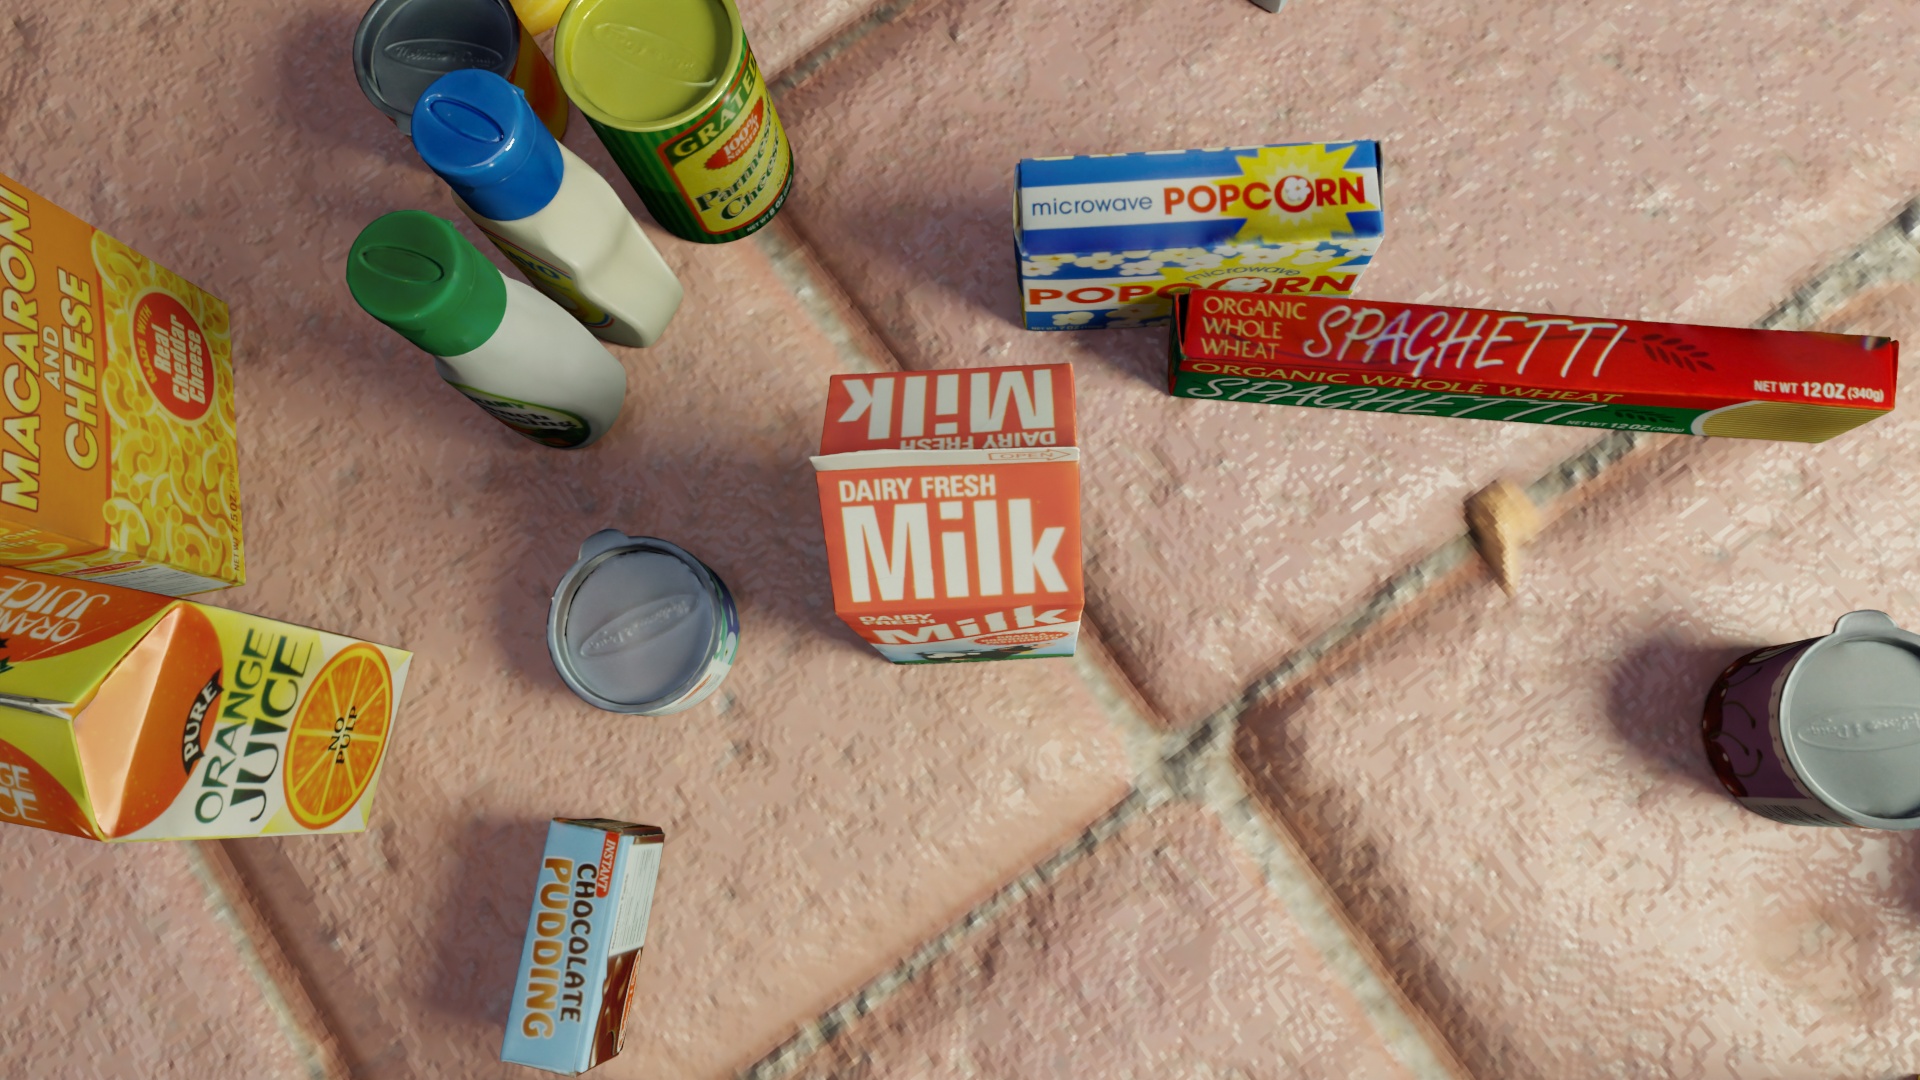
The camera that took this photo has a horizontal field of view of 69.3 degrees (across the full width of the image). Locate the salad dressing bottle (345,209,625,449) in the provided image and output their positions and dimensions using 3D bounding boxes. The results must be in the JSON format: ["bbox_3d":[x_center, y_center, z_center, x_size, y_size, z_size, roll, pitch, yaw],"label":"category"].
[{"bbox_3d":[-0.164,-0.071,0.491,0.064,0.147,0.044,16,81,7],"label":"salad dressing bottle"}]

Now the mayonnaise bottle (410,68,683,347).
[{"bbox_3d":[-0.147,-0.116,0.498,0.065,0.148,0.041,28,83,9],"label":"mayonnaise bottle"}]

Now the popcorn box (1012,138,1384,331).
[{"bbox_3d":[0.084,-0.110,0.513,0.127,0.085,0.038,-2,79,4],"label":"popcorn box"}]

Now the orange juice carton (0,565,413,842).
[{"bbox_3d":[-0.262,0.054,0.450,0.072,0.192,0.073,10,80,6],"label":"orange juice carton"}]

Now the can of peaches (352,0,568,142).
[{"bbox_3d":[-0.200,-0.183,0.561,0.071,0.058,0.071,-1,79,4],"label":"can of peaches"}]

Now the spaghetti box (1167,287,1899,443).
[{"bbox_3d":[0.202,-0.064,0.513,0.250,0.050,0.029,5,80,5],"label":"spaghetti box"}]

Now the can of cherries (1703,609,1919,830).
[{"bbox_3d":[0.301,0.063,0.476,0.071,0.058,0.071,-1,79,4],"label":"can of cherries"}]

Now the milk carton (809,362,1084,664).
[{"bbox_3d":[0.002,-0.006,0.444,0.072,0.190,0.073,-3,79,4],"label":"milk carton"}]

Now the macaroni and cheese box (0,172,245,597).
[{"bbox_3d":[-0.320,-0.053,0.489,0.040,0.166,0.124,-11,79,2],"label":"macaroni and cheese box"}]

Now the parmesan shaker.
[{"bbox_3d":[-0.103,-0.164,0.528,0.071,0.103,0.071,-1,79,4],"label":"parmesan shaker"}]

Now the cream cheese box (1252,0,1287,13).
[{"bbox_3d":[0.147,-0.269,0.556,0.024,0.053,0.104,31,83,9],"label":"cream cheese box"}]

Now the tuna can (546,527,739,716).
[{"bbox_3d":[-0.120,0.031,0.526,0.071,0.033,0.071,-1,79,4],"label":"tuna can"}]

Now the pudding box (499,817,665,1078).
[{"bbox_3d":[-0.133,0.143,0.496,0.030,0.049,0.084,8,80,6],"label":"pudding box"}]
